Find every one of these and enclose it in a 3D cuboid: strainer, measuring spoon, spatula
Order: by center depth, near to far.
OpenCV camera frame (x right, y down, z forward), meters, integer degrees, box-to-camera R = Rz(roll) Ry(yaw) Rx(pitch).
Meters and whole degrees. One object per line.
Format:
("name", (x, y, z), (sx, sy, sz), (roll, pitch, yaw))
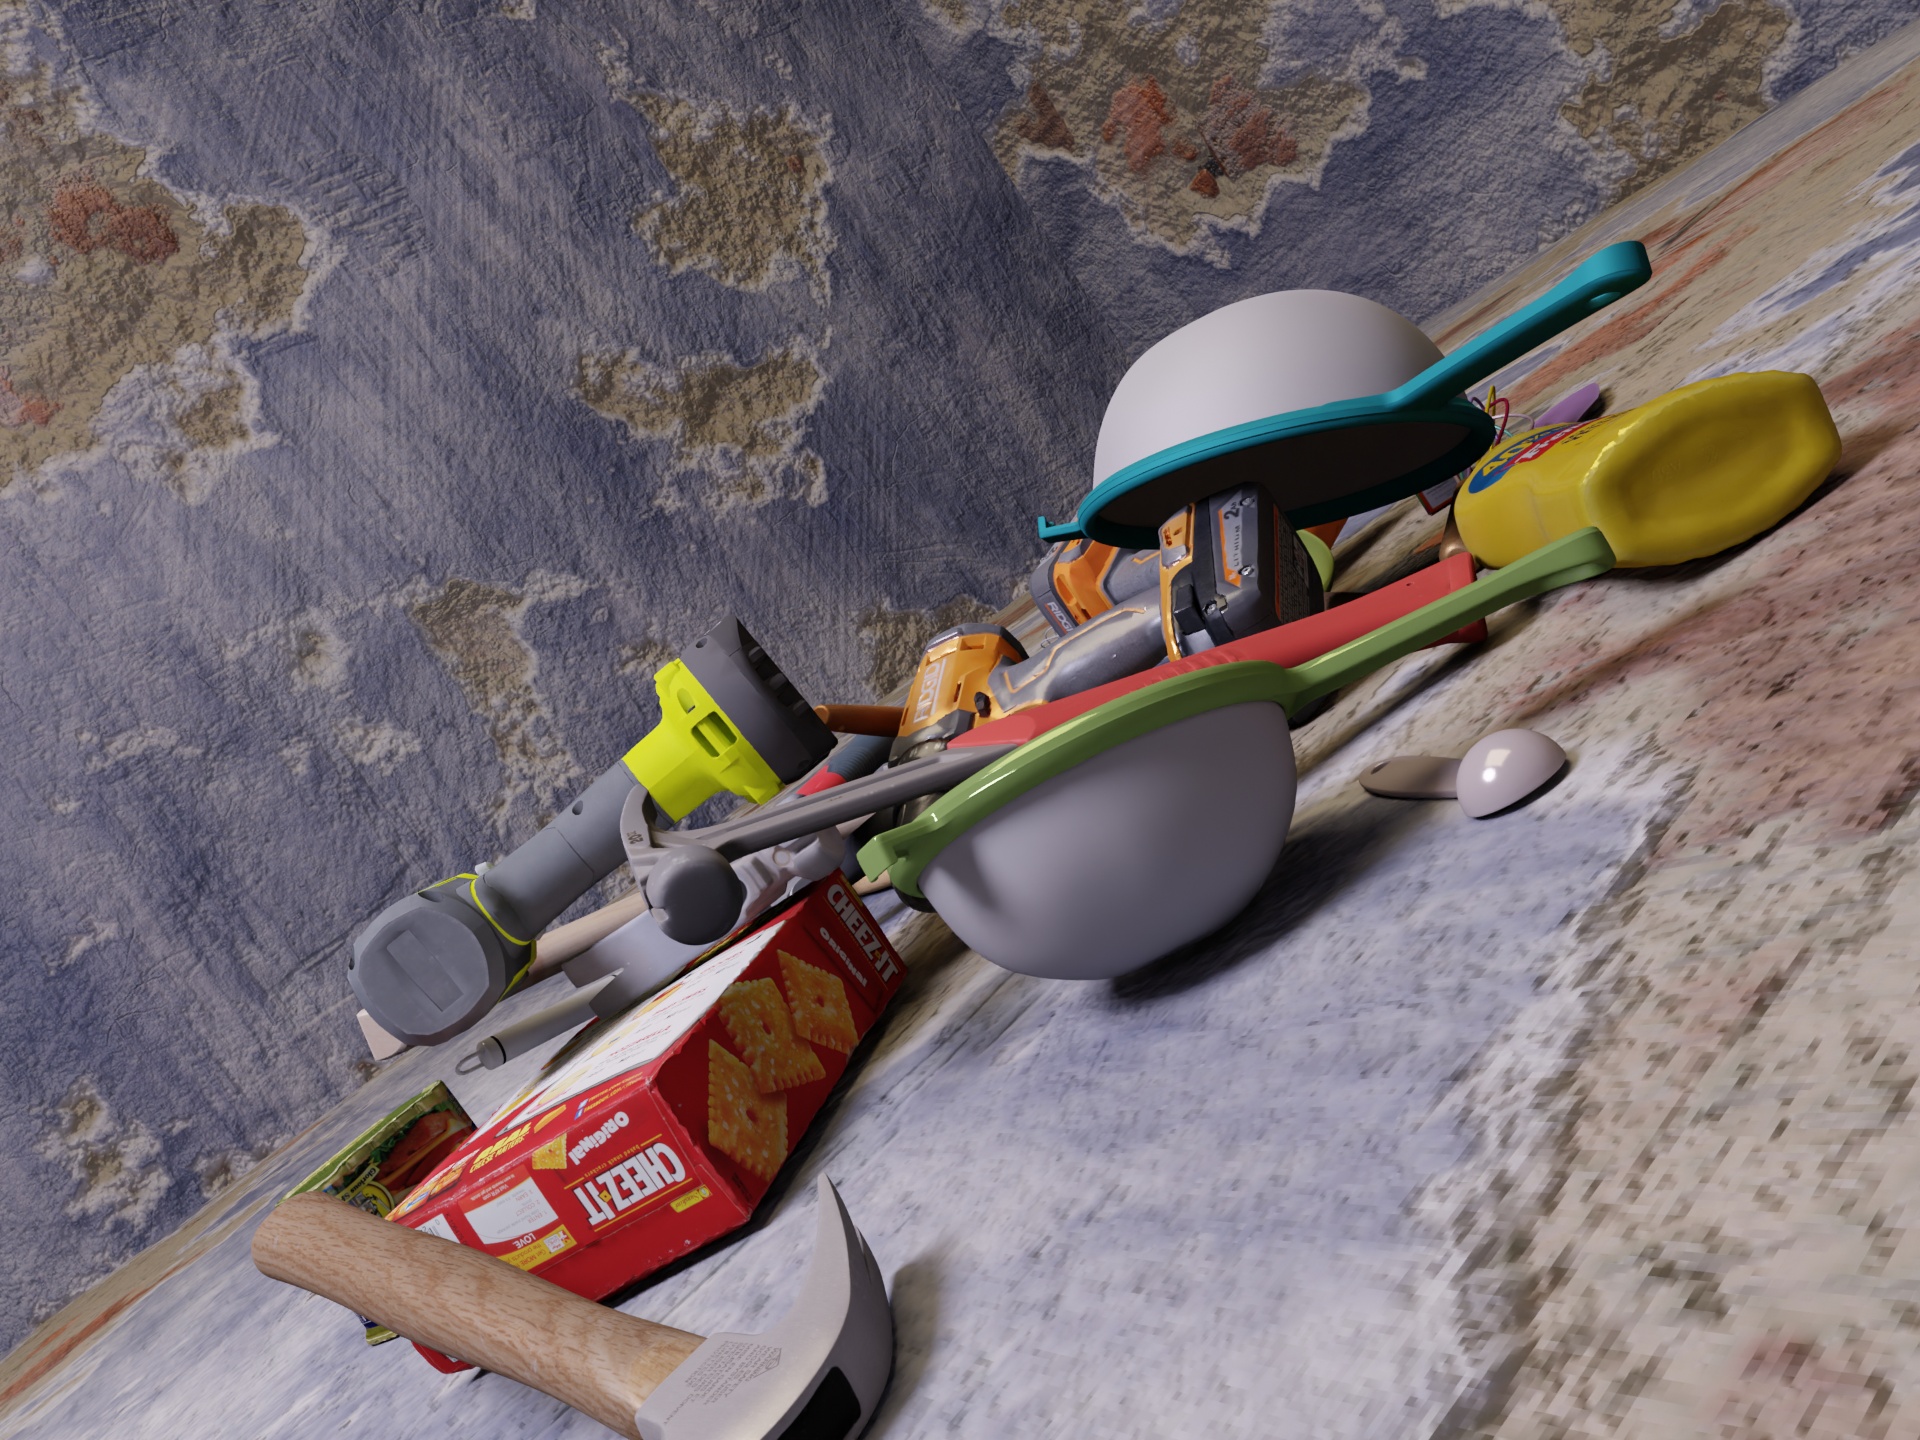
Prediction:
("strainer", (0.102, 0.022, 0.519), (0.256, 0.069, 0.151), (-27, -16, 9))
("measuring spoon", (0.155, 0.013, 0.521), (0.034, 0.018, 0.124), (-36, 5, -8))
("strainer", (0.182, -0.174, 0.759), (0.211, 0.095, 0.340), (-6, -10, -25))
("spatula", (0.338, -0.156, 0.899), (0.059, 0.018, 0.316), (-36, 3, 26))
("spatula", (-0.002, -0.003, 0.958), (0.081, 0.041, 0.322), (-43, -20, 20))
("strainer", (-0.214, 0.167, 1.034), (0.258, 0.050, 0.086), (-24, -34, -42))

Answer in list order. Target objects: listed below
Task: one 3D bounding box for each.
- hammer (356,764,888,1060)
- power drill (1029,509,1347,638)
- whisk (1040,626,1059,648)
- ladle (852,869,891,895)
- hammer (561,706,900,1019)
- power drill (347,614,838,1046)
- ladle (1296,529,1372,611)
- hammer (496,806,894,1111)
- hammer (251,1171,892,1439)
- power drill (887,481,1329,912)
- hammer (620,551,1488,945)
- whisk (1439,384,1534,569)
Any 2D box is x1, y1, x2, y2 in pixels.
("hammer", (-0.177, 0.110, 1.015), (0.410, 0.038, 0.146), (-23, 6, -24))
("power drill", (0.172, -0.133, 1.117), (0.226, 0.084, 0.164), (-10, 36, 48))
("whisk", (0.157, -0.086, 1.225), (0.070, 0.070, 0.284), (-38, 11, -33))
("ladle", (-0.039, 0.093, 0.997), (0.069, 0.031, 0.315), (-40, 5, -26))
("hammer", (-0.092, 0.054, 0.887), (0.143, 0.038, 0.386), (-35, 4, 13))
("power drill", (-0.172, 0.054, 0.757), (0.228, 0.080, 0.190), (-40, 4, -6))
("ladle", (0.196, -0.070, 0.831), (0.078, 0.062, 0.320), (-21, 8, -2))
("hammer", (-0.105, 0.112, 0.920), (0.409, 0.036, 0.149), (-39, -1, 7))
("hammer", (-0.141, 0.177, 0.481), (0.331, 0.031, 0.130), (-8, 22, 48))
("power drill", (0.060, -0.006, 0.773), (0.226, 0.084, 0.185), (-25, 31, 27))
("hammer", (0.044, 0.001, 0.632), (0.359, 0.036, 0.149), (-18, 13, -11))
("whisk", (0.283, -0.135, 0.876), (0.047, 0.051, 0.245), (-65, -7, 33))
